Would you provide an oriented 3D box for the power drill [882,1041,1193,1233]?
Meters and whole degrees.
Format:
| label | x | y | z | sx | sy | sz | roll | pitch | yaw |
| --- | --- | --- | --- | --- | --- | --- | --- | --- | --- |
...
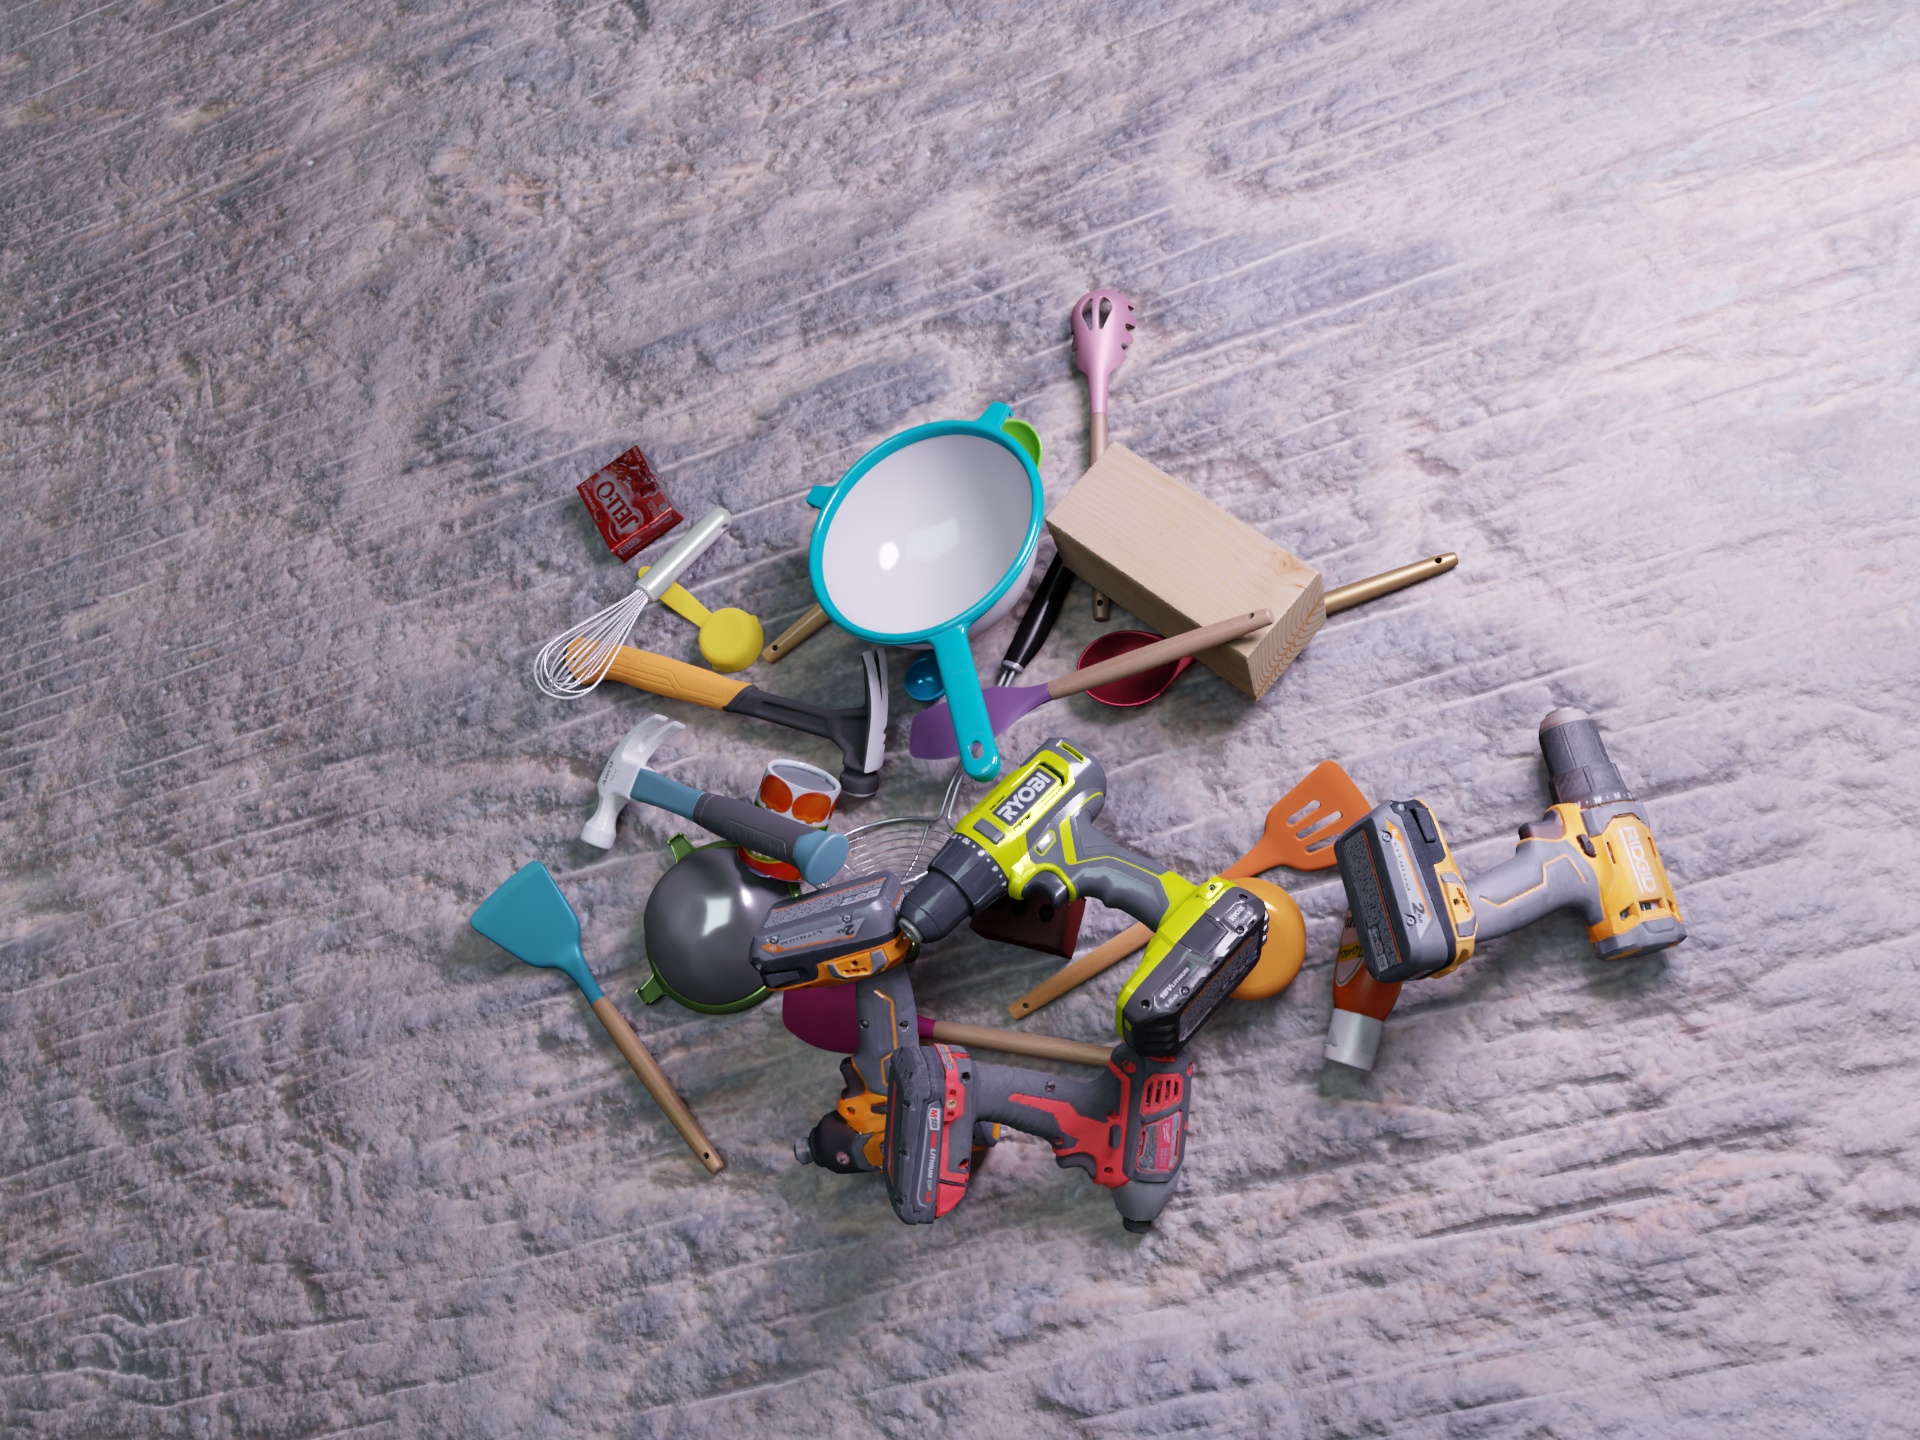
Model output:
| label | x | y | z | sx | sy | sz | roll | pitch | yaw |
| --- | --- | --- | --- | --- | --- | --- | --- | --- | --- |
| power drill | 0.058 | 0.305 | 1.159 | 0.219 | 0.078 | 0.143 | 2 | 99 | -11 |

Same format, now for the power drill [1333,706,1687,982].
| label | x | y | z | sx | sy | sz | roll | pitch | yaw |
| --- | --- | --- | --- | --- | --- | --- | --- | --- | --- |
| power drill | 0.385 | 0.087 | 1.126 | 0.226 | 0.084 | 0.185 | -6 | 70 | -14 |

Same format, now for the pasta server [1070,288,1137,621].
| label | x | y | z | sx | sy | sz | roll | pitch | yaw |
| --- | --- | --- | --- | --- | --- | --- | --- | --- | --- |
| pasta server | 0.122 | -0.237 | 1.383 | 0.060 | 0.040 | 0.316 | -4 | 76 | 17 |

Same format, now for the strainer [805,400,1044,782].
| label | x | y | z | sx | sy | sz | roll | pitch | yaw |
| --- | --- | --- | --- | --- | --- | --- | --- | --- | --- |
| strainer | -0.002 | -0.086 | 1.299 | 0.211 | 0.095 | 0.341 | -23 | 59 | 15 |

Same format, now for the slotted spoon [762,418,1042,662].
| label | x | y | z | sx | sy | sz | roll | pitch | yaw |
| --- | --- | --- | --- | --- | --- | --- | --- | --- | --- |
| slotted spoon | -0.054 | -0.153 | 1.412 | 0.314 | 0.031 | 0.070 | -39 | 76 | 6 |

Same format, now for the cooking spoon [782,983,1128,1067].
| label | x | y | z | sx | sy | sz | roll | pitch | yaw |
| --- | --- | --- | --- | --- | --- | --- | --- | --- | --- |
| cooking spoon | 0.004 | 0.249 | 1.262 | 0.319 | 0.017 | 0.068 | 6 | 98 | 17 |

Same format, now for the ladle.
| label | x | y | z | sx | sy | sz | roll | pitch | yaw |
| --- | --- | --- | --- | --- | --- | --- | --- | --- | --- |
| ladle | 0.247 | -0.079 | 1.289 | 0.315 | 0.031 | 0.069 | -19 | 67 | 10 |

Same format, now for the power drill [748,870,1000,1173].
| label | x | y | z | sx | sy | sz | roll | pitch | yaw |
| --- | --- | --- | --- | --- | --- | --- | --- | --- | --- |
| power drill | -0.080 | 0.244 | 1.220 | 0.164 | 0.084 | 0.226 | -17 | 104 | 12 |

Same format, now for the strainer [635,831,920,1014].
| label | x | y | z | sx | sy | sz | roll | pitch | yaw |
| --- | --- | --- | --- | --- | --- | --- | --- | --- | --- |
| strainer | -0.162 | 0.172 | 1.319 | 0.256 | 0.069 | 0.151 | 4 | 74 | 21 |

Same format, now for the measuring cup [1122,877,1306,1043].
| label | x | y | z | sx | sy | sz | roll | pitch | yaw |
| --- | --- | --- | --- | --- | --- | --- | --- | --- | --- |
| measuring cup | 0.185 | 0.194 | 1.197 | 0.173 | 0.052 | 0.095 | -44 | 87 | 9 |

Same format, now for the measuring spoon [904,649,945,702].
| label | x | y | z | sx | sy | sz | roll | pitch | yaw |
| --- | --- | --- | --- | --- | --- | --- | --- | --- | --- |
| measuring spoon | -0.023 | -0.071 | 1.385 | 0.042 | 0.021 | 0.129 | -5 | 62 | 17 |

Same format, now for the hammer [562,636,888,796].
| label | x | y | z | sx | sy | sz | roll | pitch | yaw |
| --- | --- | --- | --- | --- | --- | --- | --- | --- | --- |
| hammer | -0.214 | -0.033 | 1.402 | 0.337 | 0.034 | 0.127 | 14 | 108 | 25 |

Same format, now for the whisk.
| label | x | y | z | sx | sy | sz | roll | pitch | yaw |
| --- | --- | --- | --- | --- | --- | --- | --- | --- | --- |
| whisk | -0.289 | -0.109 | 1.432 | 0.059 | 0.057 | 0.246 | 37 | 65 | 8 |

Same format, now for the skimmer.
| label | x | y | z | sx | sy | sz | roll | pitch | yaw |
| --- | --- | --- | --- | --- | --- | --- | --- | --- | --- |
| skimmer | -0.002 | -0.004 | 1.312 | 0.127 | 0.090 | 0.363 | 15 | 74 | 51 |

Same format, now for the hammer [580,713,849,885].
| label | x | y | z | sx | sy | sz | roll | pitch | yaw |
| --- | --- | --- | --- | --- | --- | --- | --- | --- | --- |
| hammer | -0.204 | 0.077 | 1.310 | 0.331 | 0.033 | 0.128 | 14 | 83 | 47 |

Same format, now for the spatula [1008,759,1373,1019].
| label | x | y | z | sx | sy | sz | roll | pitch | yaw |
| --- | --- | --- | --- | --- | --- | --- | --- | --- | --- |
| spatula | 0.173 | 0.146 | 1.233 | 0.322 | 0.041 | 0.081 | -33 | 87 | 8 |

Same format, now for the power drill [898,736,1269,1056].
| label | x | y | z | sx | sy | sz | roll | pitch | yaw |
| --- | --- | --- | --- | --- | --- | --- | --- | --- | --- |
| power drill | 0.086 | 0.134 | 1.146 | 0.229 | 0.080 | 0.190 | 35 | 66 | 27 |

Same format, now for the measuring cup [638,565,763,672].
| label | x | y | z | sx | sy | sz | roll | pitch | yaw |
| --- | --- | --- | --- | --- | --- | --- | --- | --- | --- |
| measuring cup | -0.246 | -0.102 | 1.455 | 0.157 | 0.029 | 0.062 | 36 | 87 | 22 |

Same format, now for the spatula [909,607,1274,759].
| label | x | y | z | sx | sy | sz | roll | pitch | yaw |
| --- | --- | --- | --- | --- | --- | --- | --- | --- | --- |
| spatula | 0.093 | -0.029 | 1.226 | 0.316 | 0.018 | 0.060 | -19 | 48 | 26 |

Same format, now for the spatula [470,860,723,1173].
| label | x | y | z | sx | sy | sz | roll | pitch | yaw |
| --- | --- | --- | --- | --- | --- | --- | --- | --- | --- |
| spatula | -0.300 | 0.258 | 1.352 | 0.082 | 0.044 | 0.318 | -42 | 66 | -2 |
